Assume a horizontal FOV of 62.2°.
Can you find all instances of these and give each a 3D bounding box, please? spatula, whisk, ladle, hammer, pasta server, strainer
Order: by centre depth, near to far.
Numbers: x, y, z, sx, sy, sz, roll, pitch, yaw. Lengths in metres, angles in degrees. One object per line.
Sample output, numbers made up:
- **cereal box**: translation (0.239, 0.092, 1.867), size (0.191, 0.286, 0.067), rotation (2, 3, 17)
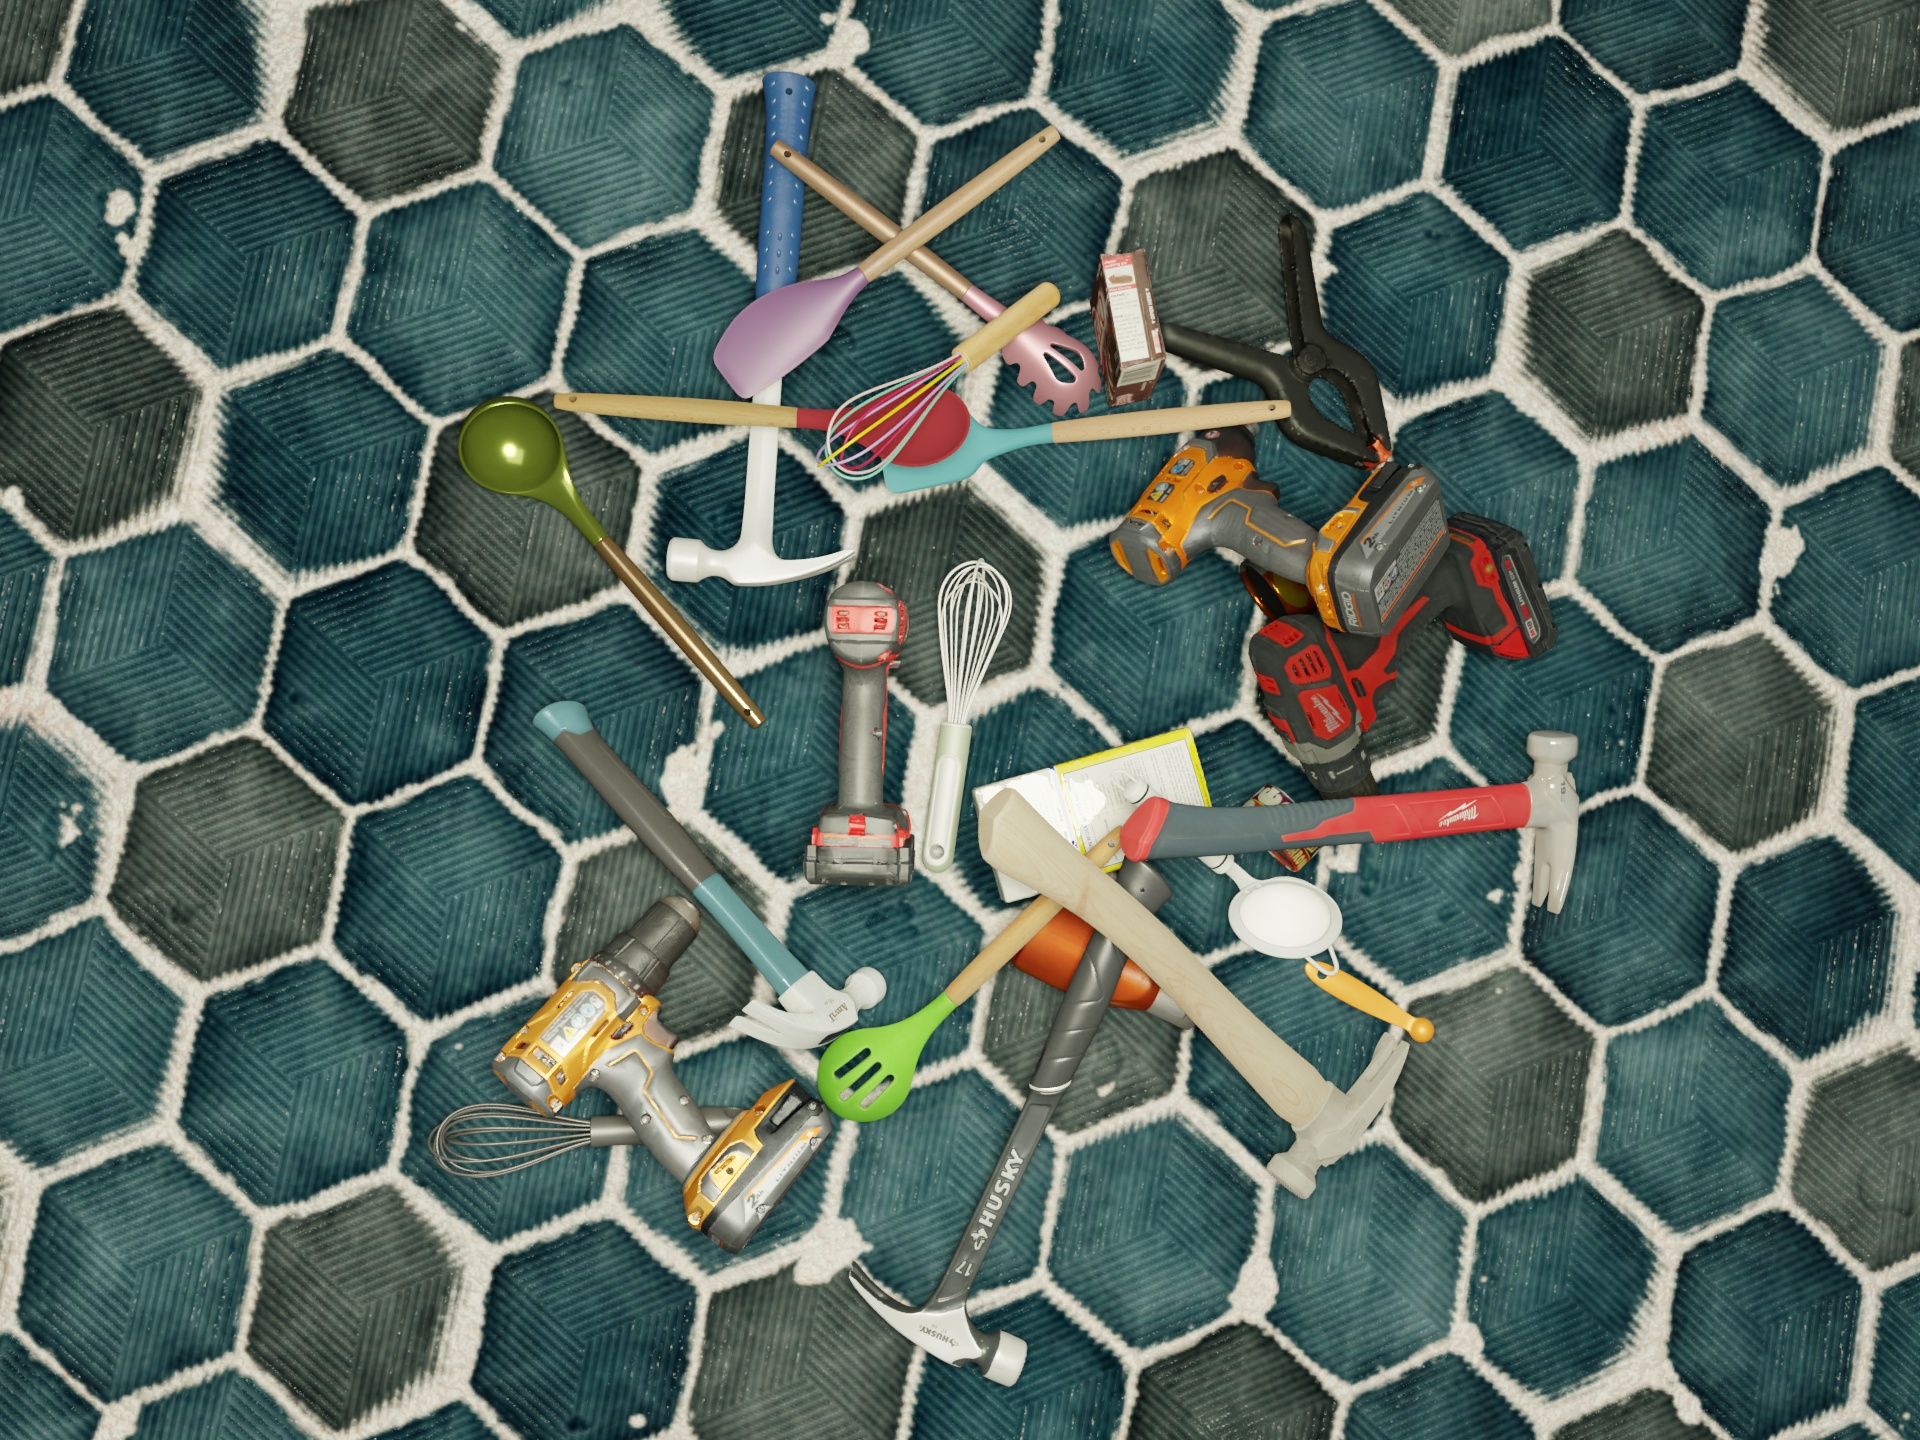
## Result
- **hammer**: translation (0.170, 0.182, 1.169), size (0.410, 0.038, 0.146), rotation (44, 80, -21)
- **whisk**: translation (-0.013, -0.257, 1.188), size (0.245, 0.047, 0.051), rotation (-41, 72, -20)
- **whisk**: translation (-0.274, 0.309, 1.189), size (0.239, 0.055, 0.055), rotation (-2, 86, -8)
- **hammer**: translation (-0.199, 0.111, 1.191), size (0.331, 0.128, 0.033), rotation (47, 122, 7)
- **hammer**: translation (0.299, 0.090, 1.192), size (0.386, 0.038, 0.143), rotation (-3, 100, -20)
- **hammer**: translation (0.054, 0.288, 1.194), size (0.149, 0.036, 0.409), rotation (24, 92, -2)
- **strainer**: translation (0.204, 0.109, 1.209), size (0.258, 0.087, 0.050), rotation (39, 39, -24)
- **ladle**: translation (-0.150, -0.231, 1.210), size (0.315, 0.031, 0.069), rotation (4, 74, -2)
- **ladle**: translation (-0.261, -0.116, 1.216), size (0.078, 0.062, 0.320), rotation (-40, 93, 12)
- **spatula**: translation (-0.055, -0.358, 1.217), size (0.316, 0.018, 0.060), rotation (-36, 91, 1)
- **whisk**: translation (-0.002, -0.004, 1.232), size (0.058, 0.059, 0.246), rotation (8, 90, 8)
- **spatula**: translation (0.097, -0.228, 1.239), size (0.317, 0.044, 0.082), rotation (-5, 82, 8)
- **hammer**: translation (-0.142, -0.305, 1.247), size (0.144, 0.035, 0.405), rotation (4, 86, -4)
- **pasta server**: translation (-0.018, -0.350, 1.247), size (0.316, 0.040, 0.060), rotation (36, 84, -5)

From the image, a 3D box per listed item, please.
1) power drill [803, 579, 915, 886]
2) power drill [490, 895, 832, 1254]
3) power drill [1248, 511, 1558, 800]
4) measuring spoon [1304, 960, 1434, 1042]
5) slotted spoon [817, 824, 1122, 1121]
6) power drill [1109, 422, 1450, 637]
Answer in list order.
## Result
- **power drill**: translation (-0.071, 0.007, 1.185), size (0.078, 0.143, 0.219), rotation (2, 92, 0)
- **power drill**: translation (-0.199, 0.253, 1.165), size (0.226, 0.084, 0.185), rotation (37, 65, 7)
- **power drill**: translation (0.344, -0.036, 1.231), size (0.226, 0.080, 0.187), rotation (-33, 115, -8)
- **measuring spoon**: translation (0.324, 0.222, 1.257), size (0.117, 0.011, 0.021), rotation (29, 84, -2)
- **slotted spoon**: translation (0.010, 0.190, 1.196), size (0.314, 0.031, 0.070), rotation (-44, 87, 5)
- **power drill**: translation (0.244, -0.157, 1.194), size (0.227, 0.084, 0.164), rotation (21, 63, 38)
